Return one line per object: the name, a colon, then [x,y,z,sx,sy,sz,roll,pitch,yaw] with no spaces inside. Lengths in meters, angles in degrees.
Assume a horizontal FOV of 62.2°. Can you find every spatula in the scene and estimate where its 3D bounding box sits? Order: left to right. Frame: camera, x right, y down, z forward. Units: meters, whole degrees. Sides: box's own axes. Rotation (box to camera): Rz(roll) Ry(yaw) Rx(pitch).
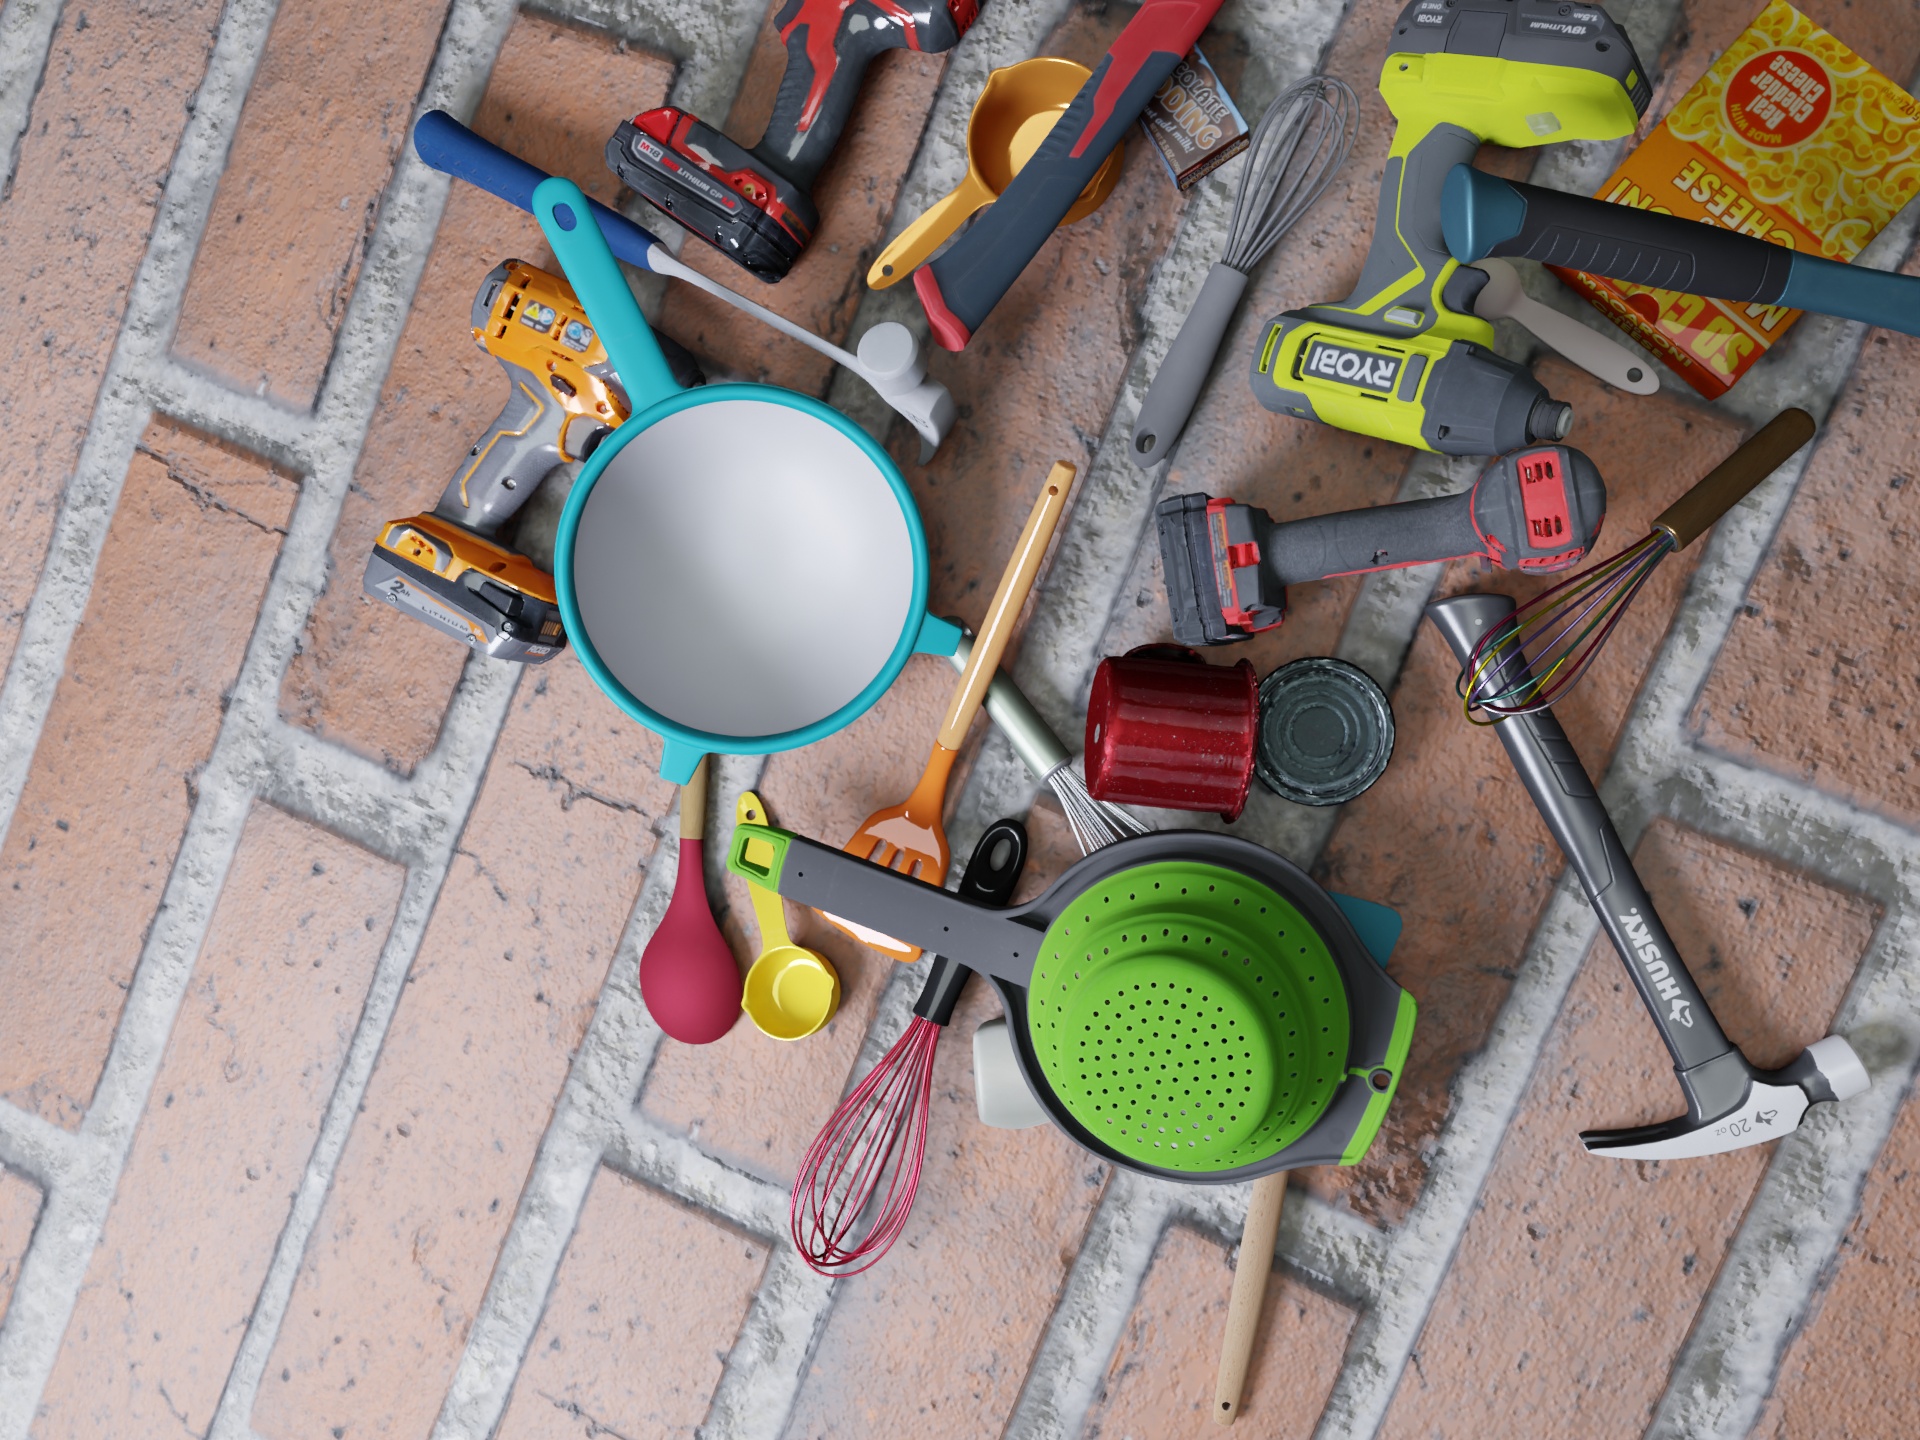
spatula: [-0.001,-0.003,0.917,0.081,0.041,0.322,29,119,11]
spatula: [0.183,0.256,0.919,0.082,0.044,0.317,12,98,12]

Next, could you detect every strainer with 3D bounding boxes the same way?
strainer: [-0.153,-0.147,0.925,0.211,0.095,0.340,-26,101,0]

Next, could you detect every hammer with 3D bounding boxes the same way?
hammer: [-0.170,-0.269,0.953,0.406,0.144,0.035,32,86,20]
hammer: [0.112,-0.352,0.864,0.143,0.038,0.386,34,82,9]
hammer: [0.344,0.079,0.870,0.146,0.035,0.335,-28,85,11]
hammer: [0.389,-0.220,0.783,0.331,0.033,0.128,8,102,-12]

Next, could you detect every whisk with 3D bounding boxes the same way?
whisk: [-0.026,0.195,0.949,0.073,0.073,0.296,24,90,11]
whisk: [0.060,0.035,0.931,0.059,0.057,0.246,-42,77,19]
whisk: [0.156,-0.253,0.904,0.055,0.055,0.239,28,101,11]
whisk: [0.358,-0.081,0.845,0.245,0.051,0.047,-40,104,-4]

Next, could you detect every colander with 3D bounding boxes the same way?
colander: [0.039,0.141,0.858,0.397,0.094,0.204,19,103,13]

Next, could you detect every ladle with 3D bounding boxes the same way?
ladle: [-0.165,0.048,0.993,0.069,0.031,0.315,3,90,13]

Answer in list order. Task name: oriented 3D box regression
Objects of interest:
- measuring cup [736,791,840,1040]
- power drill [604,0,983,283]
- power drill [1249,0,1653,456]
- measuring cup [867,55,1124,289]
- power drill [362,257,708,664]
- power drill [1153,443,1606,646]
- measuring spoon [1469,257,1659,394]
measuring cup: [-0.113,0.120,0.987,0.062,0.029,0.157,-17,75,14]
power drill: [-0.116,-0.401,0.948,0.188,0.080,0.226,36,96,10]
power drill: [0.268,-0.255,0.841,0.171,0.080,0.223,23,97,34]
measuring cup: [0.019,-0.306,0.930,0.173,0.052,0.095,-38,83,13]
power drill: [-0.254,-0.152,0.983,0.164,0.084,0.226,26,93,11]
power drill: [0.225,-0.095,0.847,0.219,0.143,0.078,-9,89,20]
measuring spoon: [0.330,-0.216,0.875,0.124,0.018,0.034,35,98,9]
